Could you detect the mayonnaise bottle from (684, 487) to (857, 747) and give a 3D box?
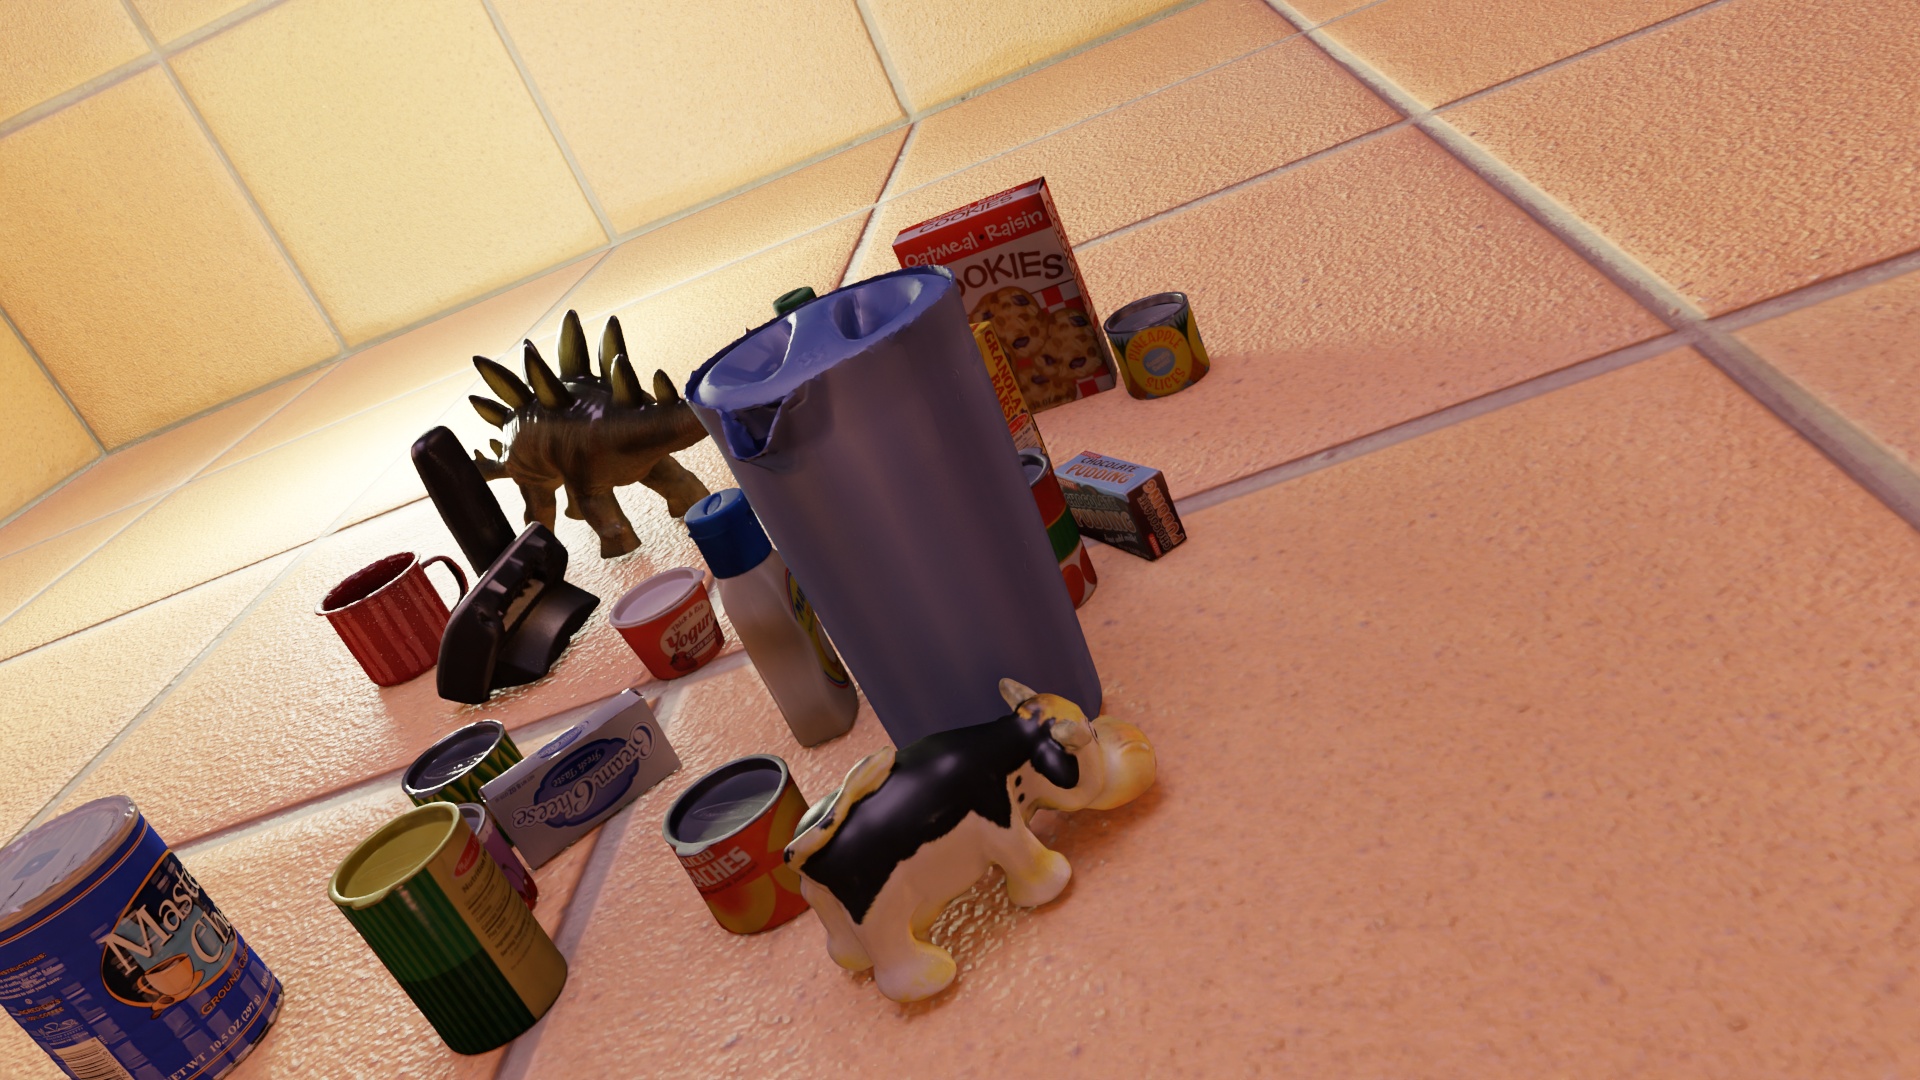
[{"bbox_3d":[-0.105,0.042,0.778,0.041,0.147,0.065,-22,24,6],"label":"mayonnaise bottle"}]

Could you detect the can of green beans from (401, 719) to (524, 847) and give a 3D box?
[{"bbox_3d":[-0.291,0.151,0.836,0.071,0.057,0.071,-20,24,10],"label":"can of green beans"}]

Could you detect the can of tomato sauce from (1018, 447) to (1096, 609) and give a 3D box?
[{"bbox_3d":[0.037,-0.001,0.814,0.071,0.082,0.071,-20,24,10],"label":"can of tomato sauce"}]

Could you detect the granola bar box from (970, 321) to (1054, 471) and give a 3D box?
[{"bbox_3d":[-0.023,-0.088,0.997,0.165,0.123,0.039,1,34,44],"label":"granola bar box"}]

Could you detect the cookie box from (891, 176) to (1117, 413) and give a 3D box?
[{"bbox_3d":[0.036,-0.181,1.079,0.123,0.167,0.040,-17,25,18],"label":"cookie box"}]

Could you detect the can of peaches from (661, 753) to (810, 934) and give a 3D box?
[{"bbox_3d":[-0.102,0.147,0.668,0.071,0.058,0.071,-20,24,10],"label":"can of peaches"}]

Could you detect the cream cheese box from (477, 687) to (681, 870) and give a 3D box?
[{"bbox_3d":[-0.218,0.137,0.804,0.104,0.053,0.024,-35,26,-23],"label":"cream cheese box"}]

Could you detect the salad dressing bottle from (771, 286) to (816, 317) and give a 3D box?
[{"bbox_3d":[-0.109,-0.136,1.147,0.044,0.147,0.064,-4,31,38],"label":"salad dressing bottle"}]

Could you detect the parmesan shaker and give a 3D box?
[{"bbox_3d":[-0.243,0.187,0.662,0.071,0.102,0.071,-20,24,10],"label":"parmesan shaker"}]

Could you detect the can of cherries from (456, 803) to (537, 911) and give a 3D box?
[{"bbox_3d":[-0.270,0.186,0.745,0.071,0.058,0.072,-20,24,10],"label":"can of cherries"}]

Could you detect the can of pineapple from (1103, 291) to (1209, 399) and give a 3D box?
[{"bbox_3d":[0.147,-0.145,1.038,0.071,0.057,0.071,-20,24,10],"label":"can of pineapple"}]

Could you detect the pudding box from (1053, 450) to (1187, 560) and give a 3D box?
[{"bbox_3d":[0.096,-0.023,0.844,0.030,0.049,0.084,-33,25,-18],"label":"pudding box"}]

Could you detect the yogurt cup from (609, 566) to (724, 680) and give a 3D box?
[{"bbox_3d":[-0.197,0.058,0.945,0.072,0.053,0.073,-20,24,10],"label":"yogurt cup"}]
